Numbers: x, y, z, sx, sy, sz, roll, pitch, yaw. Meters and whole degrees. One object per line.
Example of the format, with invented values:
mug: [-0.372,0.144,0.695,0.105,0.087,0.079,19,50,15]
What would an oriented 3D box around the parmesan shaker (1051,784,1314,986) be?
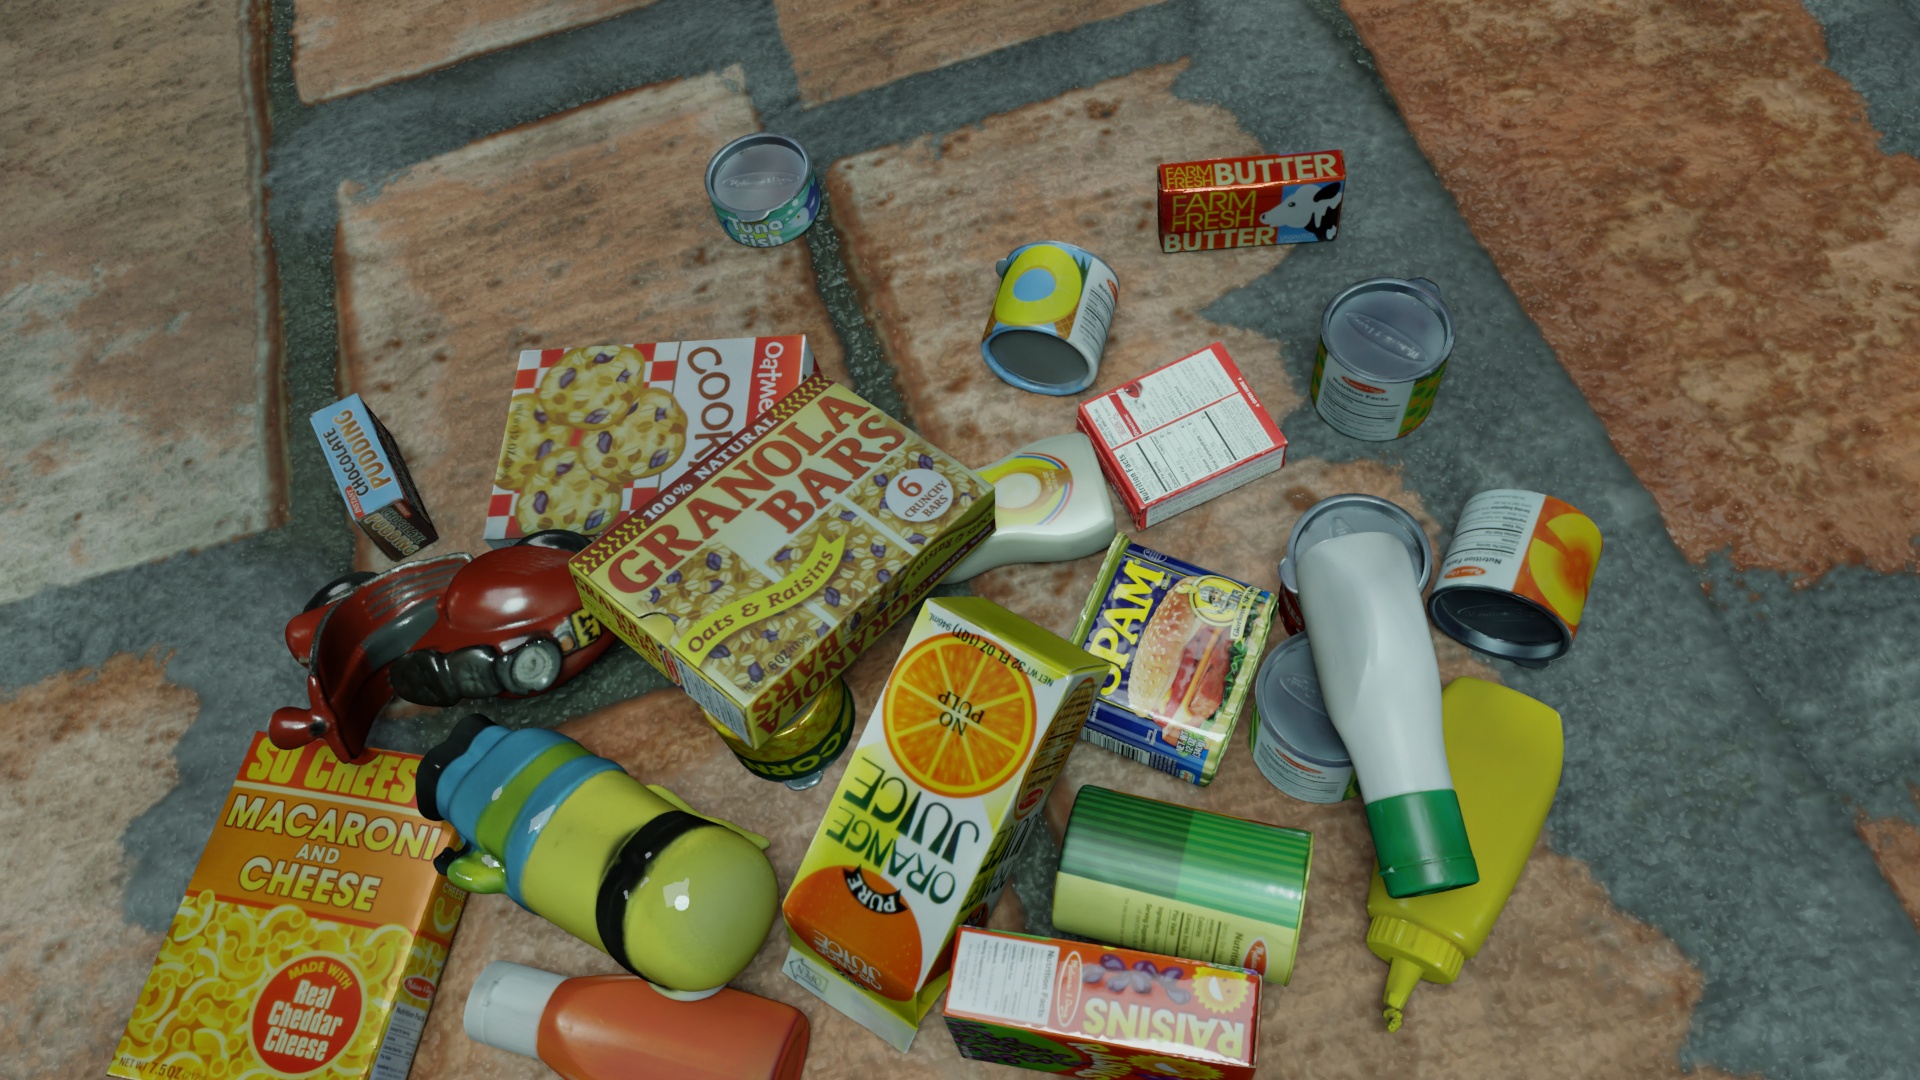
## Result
parmesan shaker: [0.097,0.147,0.608,0.103,0.071,0.071,11,64,13]

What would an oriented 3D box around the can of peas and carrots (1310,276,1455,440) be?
can of peas and carrots: [0.221,-0.096,0.729,0.071,0.058,0.071,-3,61,5]

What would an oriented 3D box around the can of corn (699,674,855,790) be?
can of corn: [-0.088,0.079,0.676,0.071,0.058,0.071,-3,62,6]

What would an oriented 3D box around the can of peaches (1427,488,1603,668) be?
can of peaches: [0.265,0.018,0.660,0.071,0.071,0.058,21,66,17]

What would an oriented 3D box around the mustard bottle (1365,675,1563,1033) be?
mustard bottle: [0.213,0.139,0.609,0.065,0.048,0.161,23,68,19]

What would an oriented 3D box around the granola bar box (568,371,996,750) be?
granola bar box: [-0.082,0.002,0.666,0.124,0.038,0.166,34,60,26]

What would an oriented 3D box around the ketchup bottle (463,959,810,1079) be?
ketchup bottle: [-0.146,0.221,0.615,0.149,0.043,0.065,11,58,13]

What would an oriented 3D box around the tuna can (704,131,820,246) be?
tuna can: [-0.121,-0.213,0.851,0.071,0.032,0.071,-3,62,6]

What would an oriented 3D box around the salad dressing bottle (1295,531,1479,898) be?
salad dressing bottle: [0.178,0.072,0.579,0.044,0.064,0.148,-4,69,-11]

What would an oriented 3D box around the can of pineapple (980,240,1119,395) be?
can of pineapple: [0.048,-0.121,0.762,0.071,0.070,0.058,11,64,13]

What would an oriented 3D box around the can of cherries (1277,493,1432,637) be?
can of cherries: [0.186,0.020,0.672,0.071,0.058,0.072,-3,63,6]

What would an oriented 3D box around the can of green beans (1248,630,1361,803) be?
can of green beans: [0.168,0.082,0.641,0.071,0.057,0.071,-3,62,6]

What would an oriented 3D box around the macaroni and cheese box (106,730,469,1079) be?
macaroni and cheese box: [-0.305,0.180,0.660,0.124,0.040,0.167,6,63,10]

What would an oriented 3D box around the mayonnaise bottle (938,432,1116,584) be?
mayonnaise bottle: [0.003,-0.009,0.721,0.148,0.041,0.065,-15,63,-1]

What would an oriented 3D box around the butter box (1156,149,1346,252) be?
butter box: [0.164,-0.193,0.792,0.103,0.053,0.024,-3,60,6]

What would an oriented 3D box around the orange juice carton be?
orange juice carton: [-0.013,0.125,0.611,0.072,0.073,0.192,27,96,19]

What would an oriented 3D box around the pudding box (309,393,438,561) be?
pudding box: [-0.327,-0.035,0.774,0.030,0.049,0.084,-29,62,-10]

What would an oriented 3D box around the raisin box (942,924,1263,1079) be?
raisin box: [0.060,0.198,0.577,0.123,0.085,0.040,6,59,11]

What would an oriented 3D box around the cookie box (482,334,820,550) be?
cookie box: [-0.166,-0.049,0.766,0.167,0.040,0.123,-2,62,7]
